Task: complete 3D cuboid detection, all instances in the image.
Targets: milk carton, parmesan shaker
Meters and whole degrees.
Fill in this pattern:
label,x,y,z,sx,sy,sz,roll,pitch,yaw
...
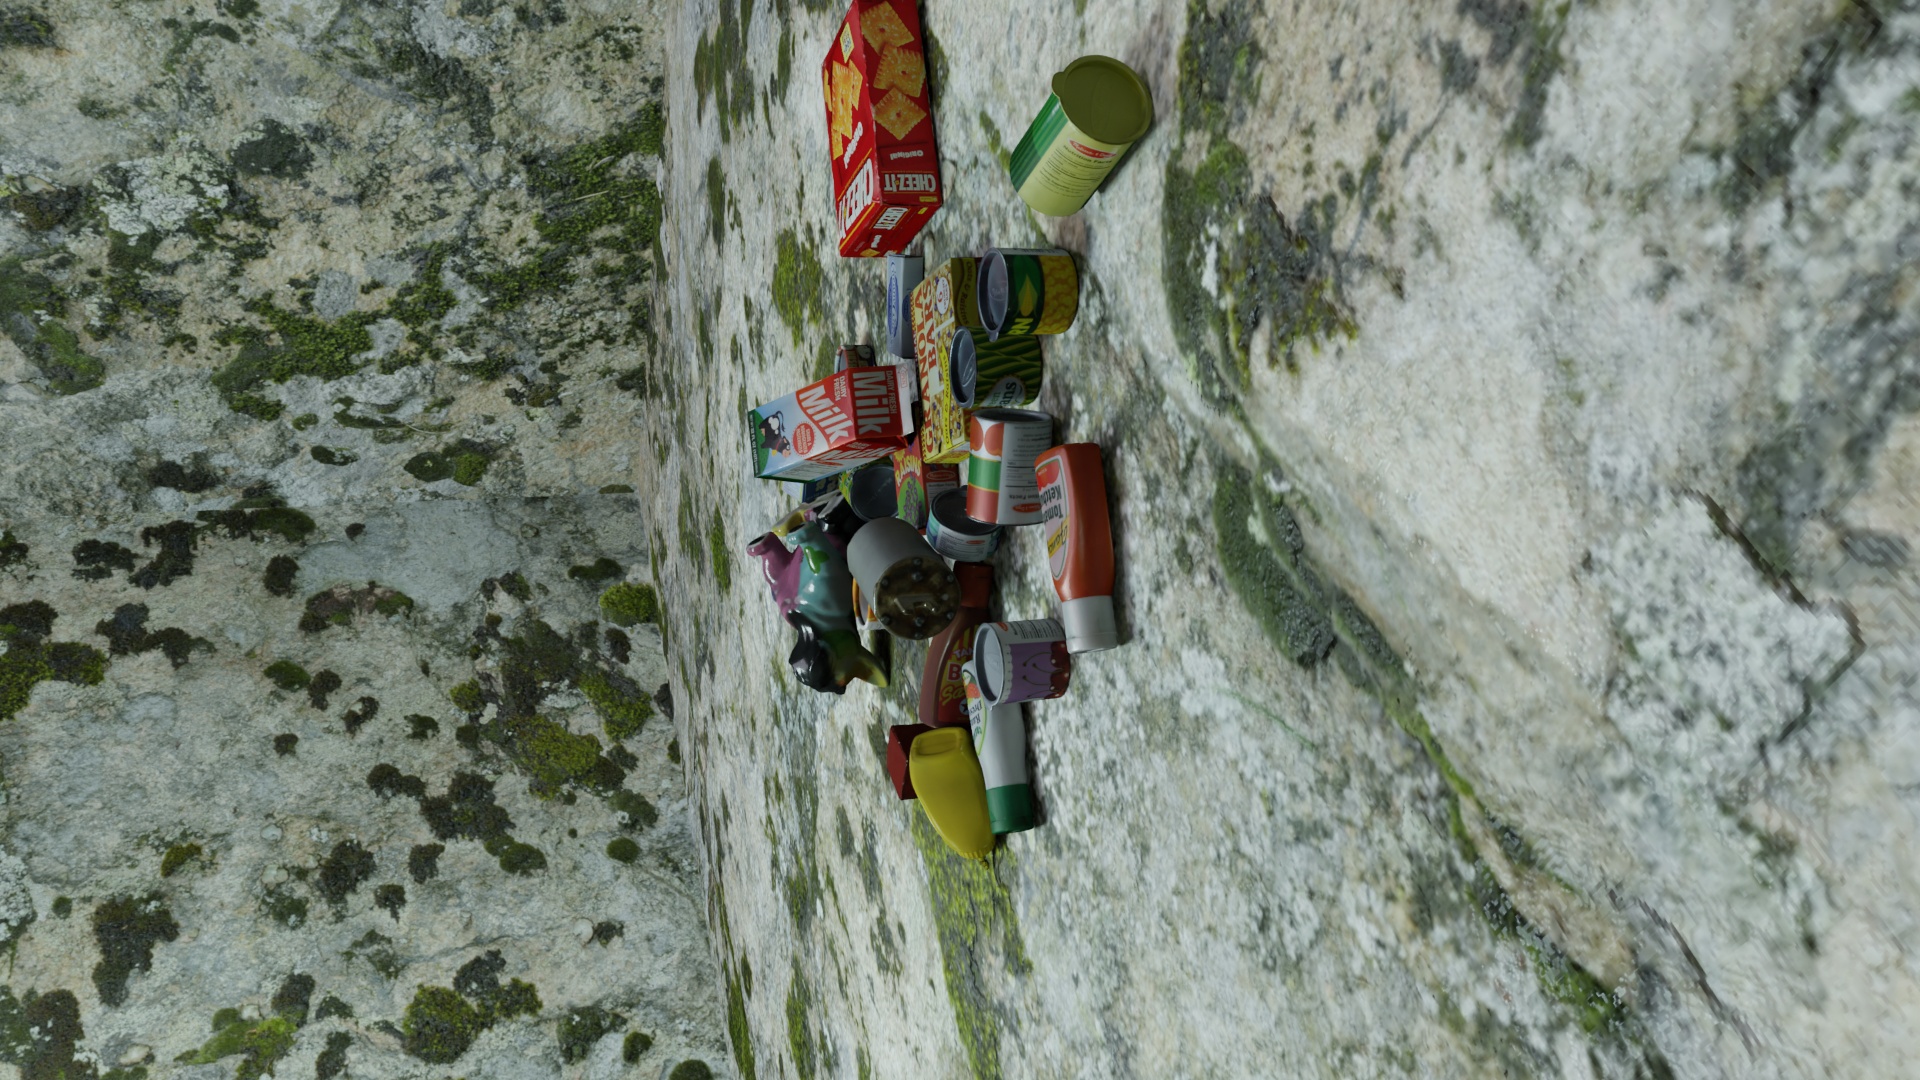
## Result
label,x,y,z,sx,sy,sz,roll,pitch,yaw
milk carton,-0.117,-0.114,1.349,0.190,0.073,0.072,-16,76,40
parmesan shaker,0.077,-0.276,0.953,0.102,0.071,0.071,140,124,-67

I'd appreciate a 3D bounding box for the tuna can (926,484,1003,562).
label,x,y,z,sx,sy,sz,roll,pitch,yaw
tuna can,0.004,-0.015,1.213,0.071,0.071,0.032,-114,28,-46

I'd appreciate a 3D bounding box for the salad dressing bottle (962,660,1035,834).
label,x,y,z,sx,sy,sz,roll,pitch,yaw
salad dressing bottle,0.034,0.175,1.188,0.064,0.044,0.148,128,135,-66

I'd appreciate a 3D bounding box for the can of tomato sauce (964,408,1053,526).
label,x,y,z,sx,sy,sz,roll,pitch,yaw
can of tomato sauce,0.038,-0.060,1.105,0.071,0.071,0.082,-142,52,-65

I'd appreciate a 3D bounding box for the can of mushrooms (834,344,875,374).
label,x,y,z,sx,sy,sz,roll,pitch,yaw
can of mushrooms,-0.121,-0.192,1.594,0.071,0.033,0.071,179,89,-71

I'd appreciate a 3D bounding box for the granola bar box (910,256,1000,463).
label,x,y,z,sx,sy,sz,roll,pitch,yaw
granola bar box,-0.006,-0.160,1.260,0.124,0.039,0.165,161,105,-70

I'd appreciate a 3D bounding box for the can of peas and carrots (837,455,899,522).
label,x,y,z,sx,sy,sz,roll,pitch,yaw
can of peas and carrots,-0.095,-0.061,1.483,0.059,0.071,0.070,-131,42,-61

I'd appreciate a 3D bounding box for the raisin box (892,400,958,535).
label,x,y,z,sx,sy,sz,roll,pitch,yaw
raisin box,-0.034,-0.069,1.354,0.086,0.040,0.123,159,106,-70

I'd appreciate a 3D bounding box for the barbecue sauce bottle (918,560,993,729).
label,x,y,z,sx,sy,sz,roll,pitch,yaw
barbecue sauce bottle,0.002,0.093,1.245,0.043,0.065,0.148,15,98,60

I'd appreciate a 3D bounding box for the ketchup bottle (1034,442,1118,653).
label,x,y,z,sx,sy,sz,roll,pitch,yaw
ketchup bottle,0.087,0.007,1.010,0.064,0.043,0.149,147,117,-68

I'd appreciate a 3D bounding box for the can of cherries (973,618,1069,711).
label,x,y,z,sx,sy,sz,roll,pitch,yaw
can of cherries,0.048,0.099,1.114,0.071,0.058,0.071,178,89,-70

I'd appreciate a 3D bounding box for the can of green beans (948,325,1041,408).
label,x,y,z,sx,sy,sz,roll,pitch,yaw
can of green beans,0.028,-0.142,1.135,0.071,0.058,0.071,178,89,-71

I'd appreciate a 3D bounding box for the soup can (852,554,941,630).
label,x,y,z,sx,sy,sz,roll,pitch,yaw
soup can,-0.059,0.051,1.375,0.071,0.084,0.071,178,89,-71

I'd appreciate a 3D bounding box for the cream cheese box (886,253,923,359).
label,x,y,z,sx,sy,sz,roll,pitch,yaw
cream cheese box,-0.057,-0.240,1.417,0.053,0.024,0.103,-146,55,-66

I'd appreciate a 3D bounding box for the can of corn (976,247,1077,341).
label,x,y,z,sx,sy,sz,roll,pitch,yaw
can of corn,0.051,-0.188,1.062,0.071,0.058,0.071,178,89,-71

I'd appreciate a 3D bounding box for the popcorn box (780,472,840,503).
label,x,y,z,sx,sy,sz,roll,pitch,yaw
popcorn box,-0.135,-0.101,1.510,0.038,0.127,0.084,31,128,30

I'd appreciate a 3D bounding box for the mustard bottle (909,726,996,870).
label,x,y,z,sx,sy,sz,roll,pitch,yaw
mustard bottle,0.001,0.239,1.246,0.049,0.065,0.159,-87,-17,-55
